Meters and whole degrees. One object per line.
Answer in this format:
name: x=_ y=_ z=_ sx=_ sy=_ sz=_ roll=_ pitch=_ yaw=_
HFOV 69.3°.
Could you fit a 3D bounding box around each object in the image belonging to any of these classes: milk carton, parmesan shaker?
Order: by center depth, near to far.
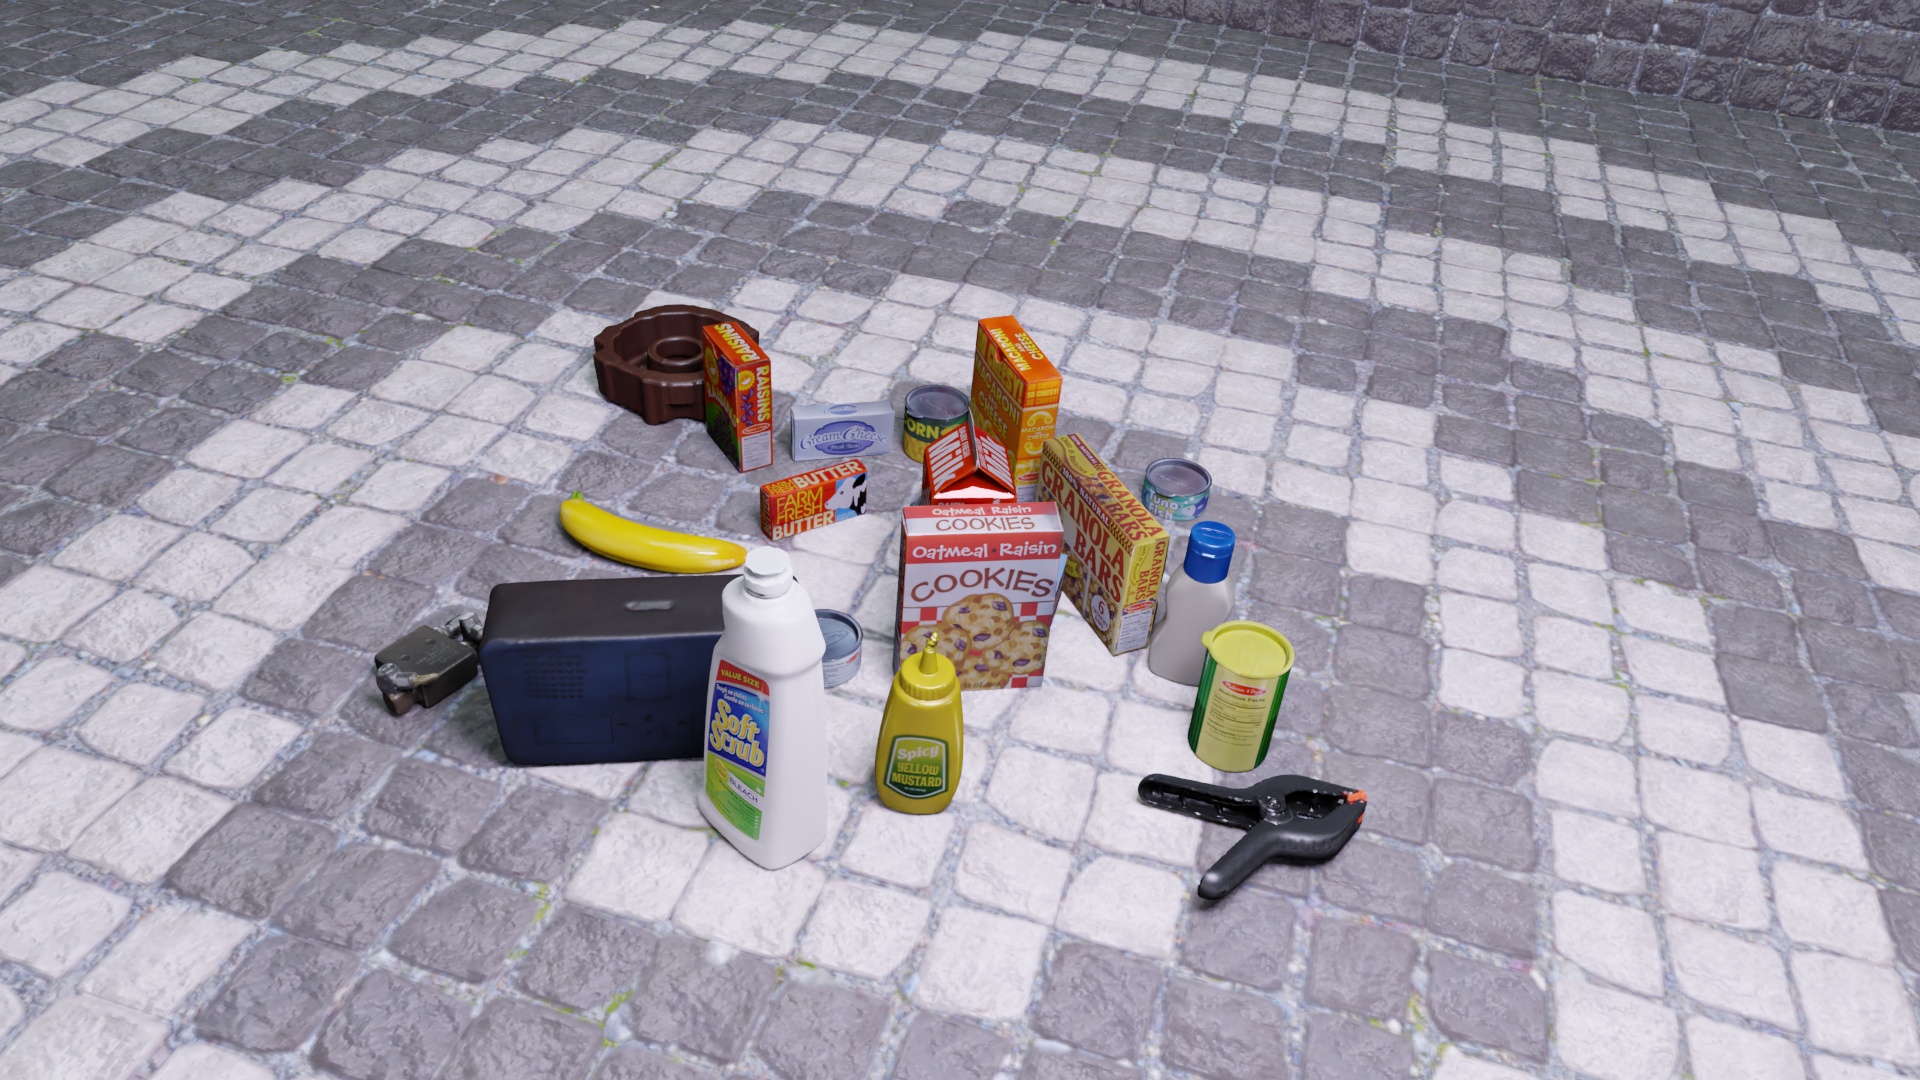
parmesan shaker: x=0.216 y=0.122 z=1.091 sx=0.071 sy=0.102 sz=0.072 roll=3 pitch=37 yaw=-2
milk carton: x=0.004 y=-0.015 z=1.175 sx=0.073 sy=0.189 sz=0.073 roll=0 pitch=37 yaw=-7

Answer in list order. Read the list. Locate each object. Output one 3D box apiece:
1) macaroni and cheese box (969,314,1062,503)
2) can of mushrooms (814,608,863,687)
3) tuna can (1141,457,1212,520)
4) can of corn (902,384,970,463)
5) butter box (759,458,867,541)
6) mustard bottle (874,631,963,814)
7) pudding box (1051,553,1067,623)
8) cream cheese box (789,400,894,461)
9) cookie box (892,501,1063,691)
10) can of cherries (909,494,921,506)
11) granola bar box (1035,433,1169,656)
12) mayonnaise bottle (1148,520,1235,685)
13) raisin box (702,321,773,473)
macaroni and cheese box: x=0.047 y=-0.113 z=1.329 sx=0.040 sy=0.165 sz=0.124 roll=-10 pitch=39 yaw=-19
can of mushrooms: x=-0.116 y=0.088 z=1.154 sx=0.071 sy=0.033 sz=0.071 roll=3 pitch=37 yaw=-2
tuna can: x=0.213 y=-0.049 z=1.376 sx=0.071 sy=0.032 sz=0.071 roll=3 pitch=37 yaw=-2
can of corn: x=-0.027 y=-0.116 z=1.415 sx=0.071 sy=0.058 sz=0.071 roll=3 pitch=37 yaw=-2
butter box: x=-0.137 y=-0.038 z=1.303 sx=0.104 sy=0.052 sz=0.024 roll=-17 pitch=42 yaw=-27
mustard bottle: x=-0.028 y=0.130 z=1.004 sx=0.065 sy=0.159 sz=0.049 roll=5 pitch=37 yaw=0
pudding box: x=0.069 y=0.051 z=1.211 sx=0.030 sy=0.049 sz=0.084 roll=12 pitch=37 yaw=9
cream cheese box: x=-0.119 y=-0.111 z=1.400 sx=0.104 sy=0.053 sz=0.024 roll=-5 pitch=38 yaw=-13
cookie box: x=0.011 y=0.047 z=1.113 sx=0.123 sy=0.166 sz=0.040 roll=-2 pitch=37 yaw=-9
can of cherries: x=-0.012 y=-0.008 z=1.273 sx=0.071 sy=0.058 sz=0.072 roll=3 pitch=37 yaw=-2
granola bar box: x=0.119 y=0.001 z=1.222 sx=0.039 sy=0.123 sz=0.166 roll=-12 pitch=40 yaw=-21
mayonnaise bottle: x=0.196 y=0.053 z=1.143 sx=0.065 sy=0.147 sz=0.041 roll=13 pitch=38 yaw=11
raisin box: x=-0.221 y=-0.142 z=1.372 sx=0.040 sy=0.122 sz=0.086 roll=-17 pitch=42 yaw=-26
